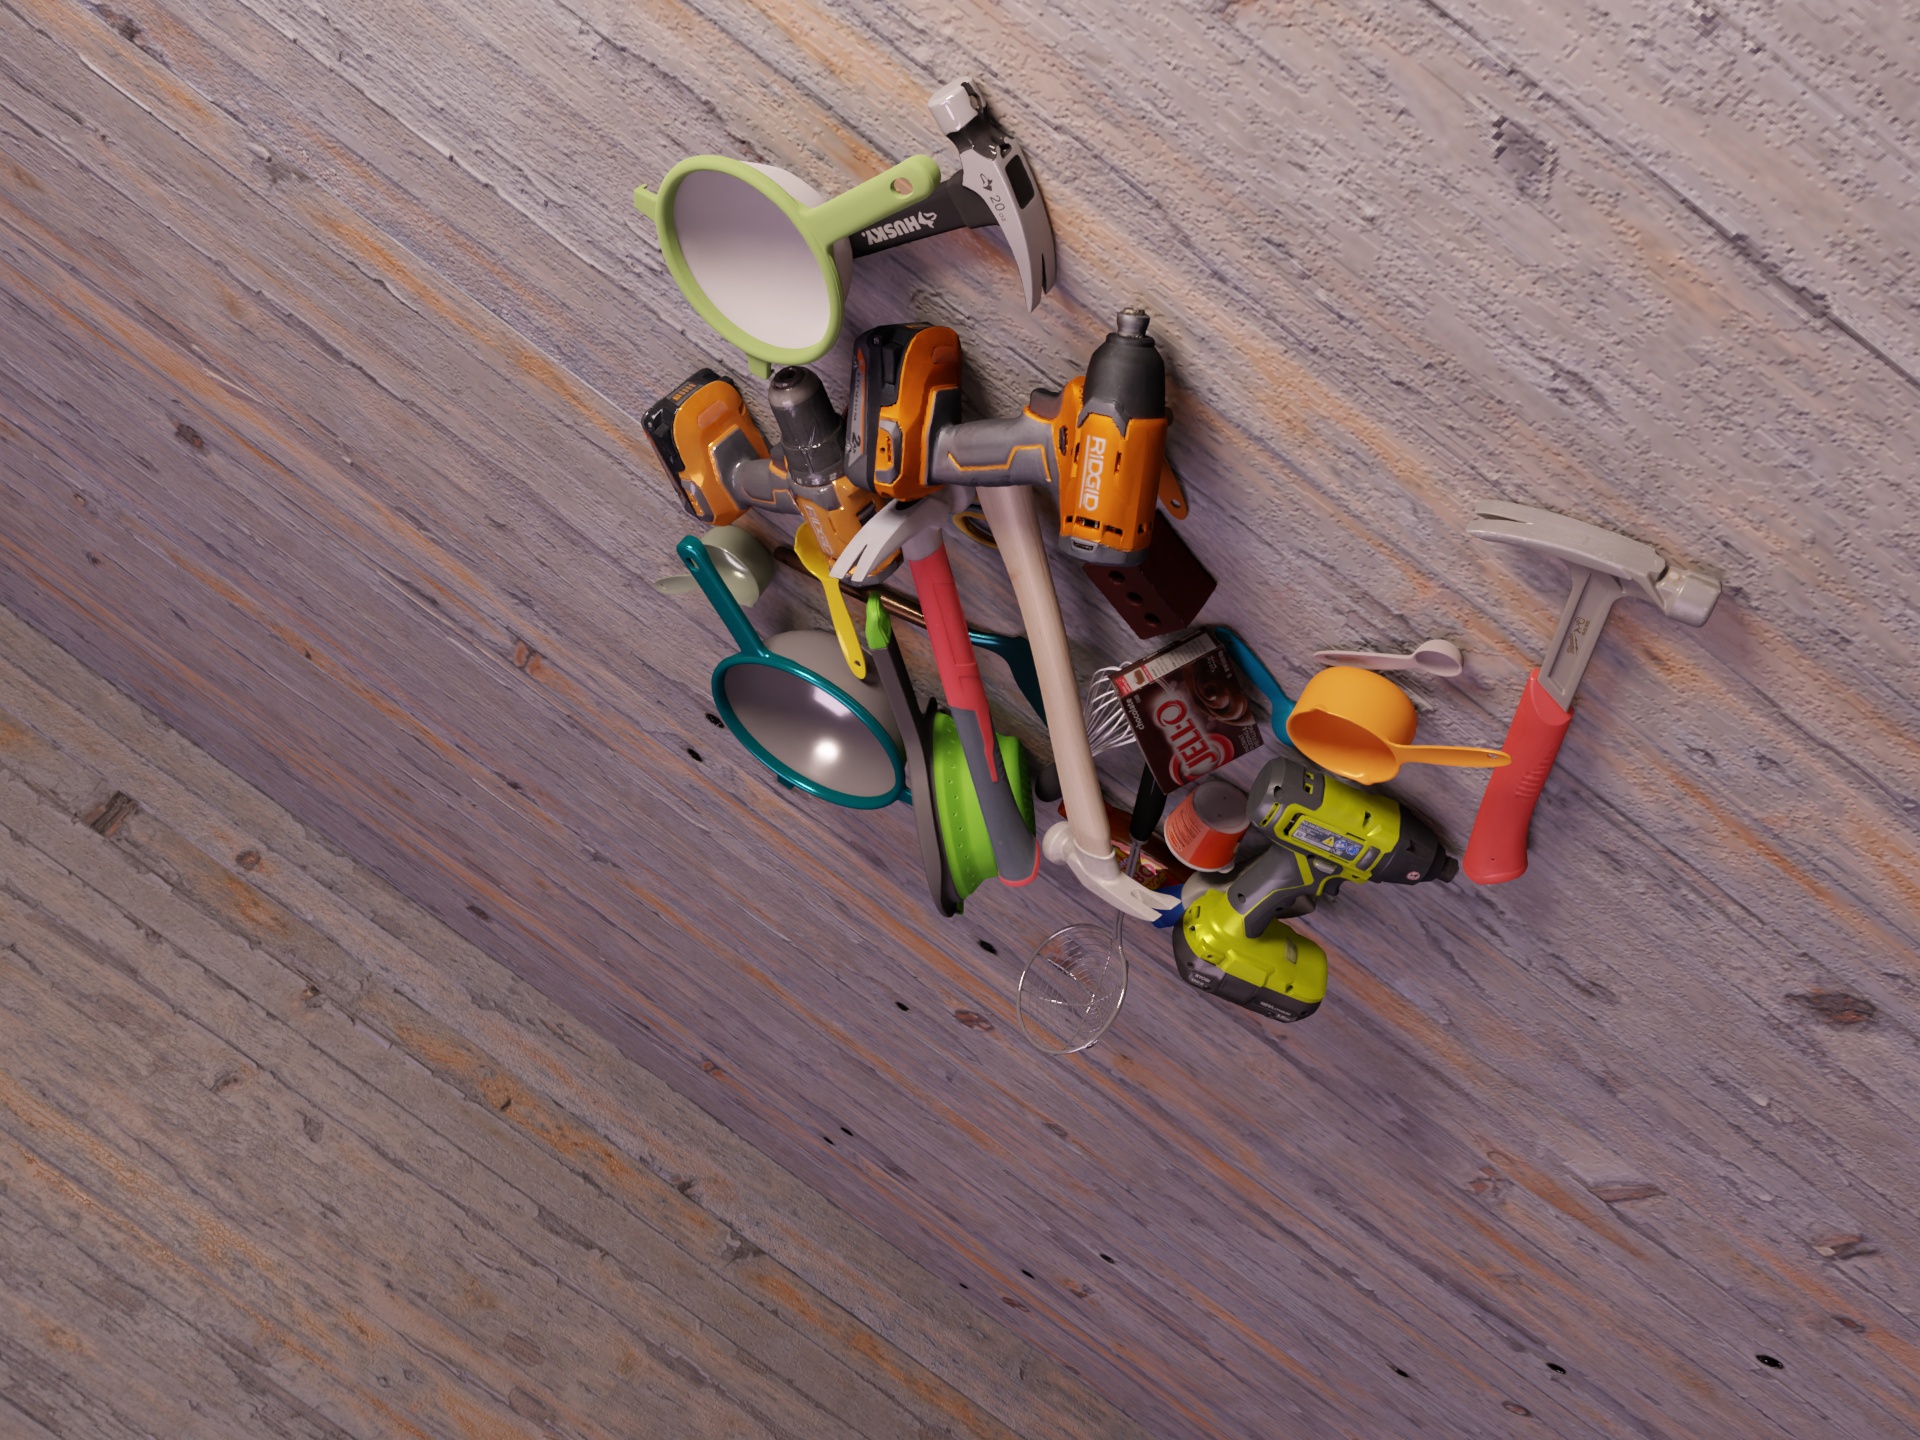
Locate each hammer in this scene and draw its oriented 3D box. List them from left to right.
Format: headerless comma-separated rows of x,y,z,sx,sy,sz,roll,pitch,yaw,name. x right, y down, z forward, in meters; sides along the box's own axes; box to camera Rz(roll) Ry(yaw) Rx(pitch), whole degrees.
-0.078,-0.326,1.095,0.335,0.035,0.146,0,134,45,hammer
-0.002,-0.004,1.280,0.038,0.143,0.385,14,135,35,hammer
0.085,-0.018,1.256,0.146,0.038,0.410,31,145,47,hammer
0.389,0.001,1.096,0.149,0.037,0.358,23,147,19,hammer

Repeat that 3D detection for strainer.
-0.151,-0.061,1.479,0.211,0.095,0.340,6,139,39,strainer
-0.089,-0.320,1.013,0.256,0.069,0.151,-7,127,48,strainer

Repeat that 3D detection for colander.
0.002,0.024,1.402,0.094,0.205,0.396,-8,140,8,colander

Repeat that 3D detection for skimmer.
0.123,0.152,1.428,0.127,0.090,0.363,-119,29,-46,skimmer

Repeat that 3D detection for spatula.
-0.036,-0.083,1.387,0.318,0.044,0.082,25,144,19,spatula

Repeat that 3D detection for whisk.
0.111,0.018,1.379,0.070,0.070,0.284,35,154,0,whisk

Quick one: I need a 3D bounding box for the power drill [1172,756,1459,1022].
0.285,0.145,1.308,0.171,0.080,0.223,23,130,-3,power drill

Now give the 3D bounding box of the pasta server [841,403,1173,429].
0.022,-0.211,1.158,0.316,0.040,0.060,2,137,41,pasta server

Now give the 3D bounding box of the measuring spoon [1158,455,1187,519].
0.137,-0.185,1.110,0.021,0.011,0.116,11,146,39,measuring spoon

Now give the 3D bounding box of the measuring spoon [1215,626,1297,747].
0.233,-0.022,1.229,0.128,0.021,0.042,46,148,-21,measuring spoon

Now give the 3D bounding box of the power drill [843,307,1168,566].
0.035,-0.207,1.073,0.227,0.084,0.164,19,115,29,power drill

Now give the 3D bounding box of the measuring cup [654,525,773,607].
-0.238,-0.144,1.507,0.168,0.038,0.083,-4,132,50,measuring cup

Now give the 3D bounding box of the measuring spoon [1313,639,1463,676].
0.304,-0.048,1.135,0.034,0.018,0.124,39,159,-34,measuring spoon

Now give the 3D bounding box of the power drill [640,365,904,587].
-0.153,-0.211,1.247,0.226,0.084,0.185,26,151,39,power drill

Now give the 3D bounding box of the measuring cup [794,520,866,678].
-0.101,-0.110,1.394,0.062,0.029,0.156,7,126,35,measuring cup

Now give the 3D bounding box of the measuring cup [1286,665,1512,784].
0.319,0.003,1.137,0.174,0.052,0.095,5,147,45,measuring cup
